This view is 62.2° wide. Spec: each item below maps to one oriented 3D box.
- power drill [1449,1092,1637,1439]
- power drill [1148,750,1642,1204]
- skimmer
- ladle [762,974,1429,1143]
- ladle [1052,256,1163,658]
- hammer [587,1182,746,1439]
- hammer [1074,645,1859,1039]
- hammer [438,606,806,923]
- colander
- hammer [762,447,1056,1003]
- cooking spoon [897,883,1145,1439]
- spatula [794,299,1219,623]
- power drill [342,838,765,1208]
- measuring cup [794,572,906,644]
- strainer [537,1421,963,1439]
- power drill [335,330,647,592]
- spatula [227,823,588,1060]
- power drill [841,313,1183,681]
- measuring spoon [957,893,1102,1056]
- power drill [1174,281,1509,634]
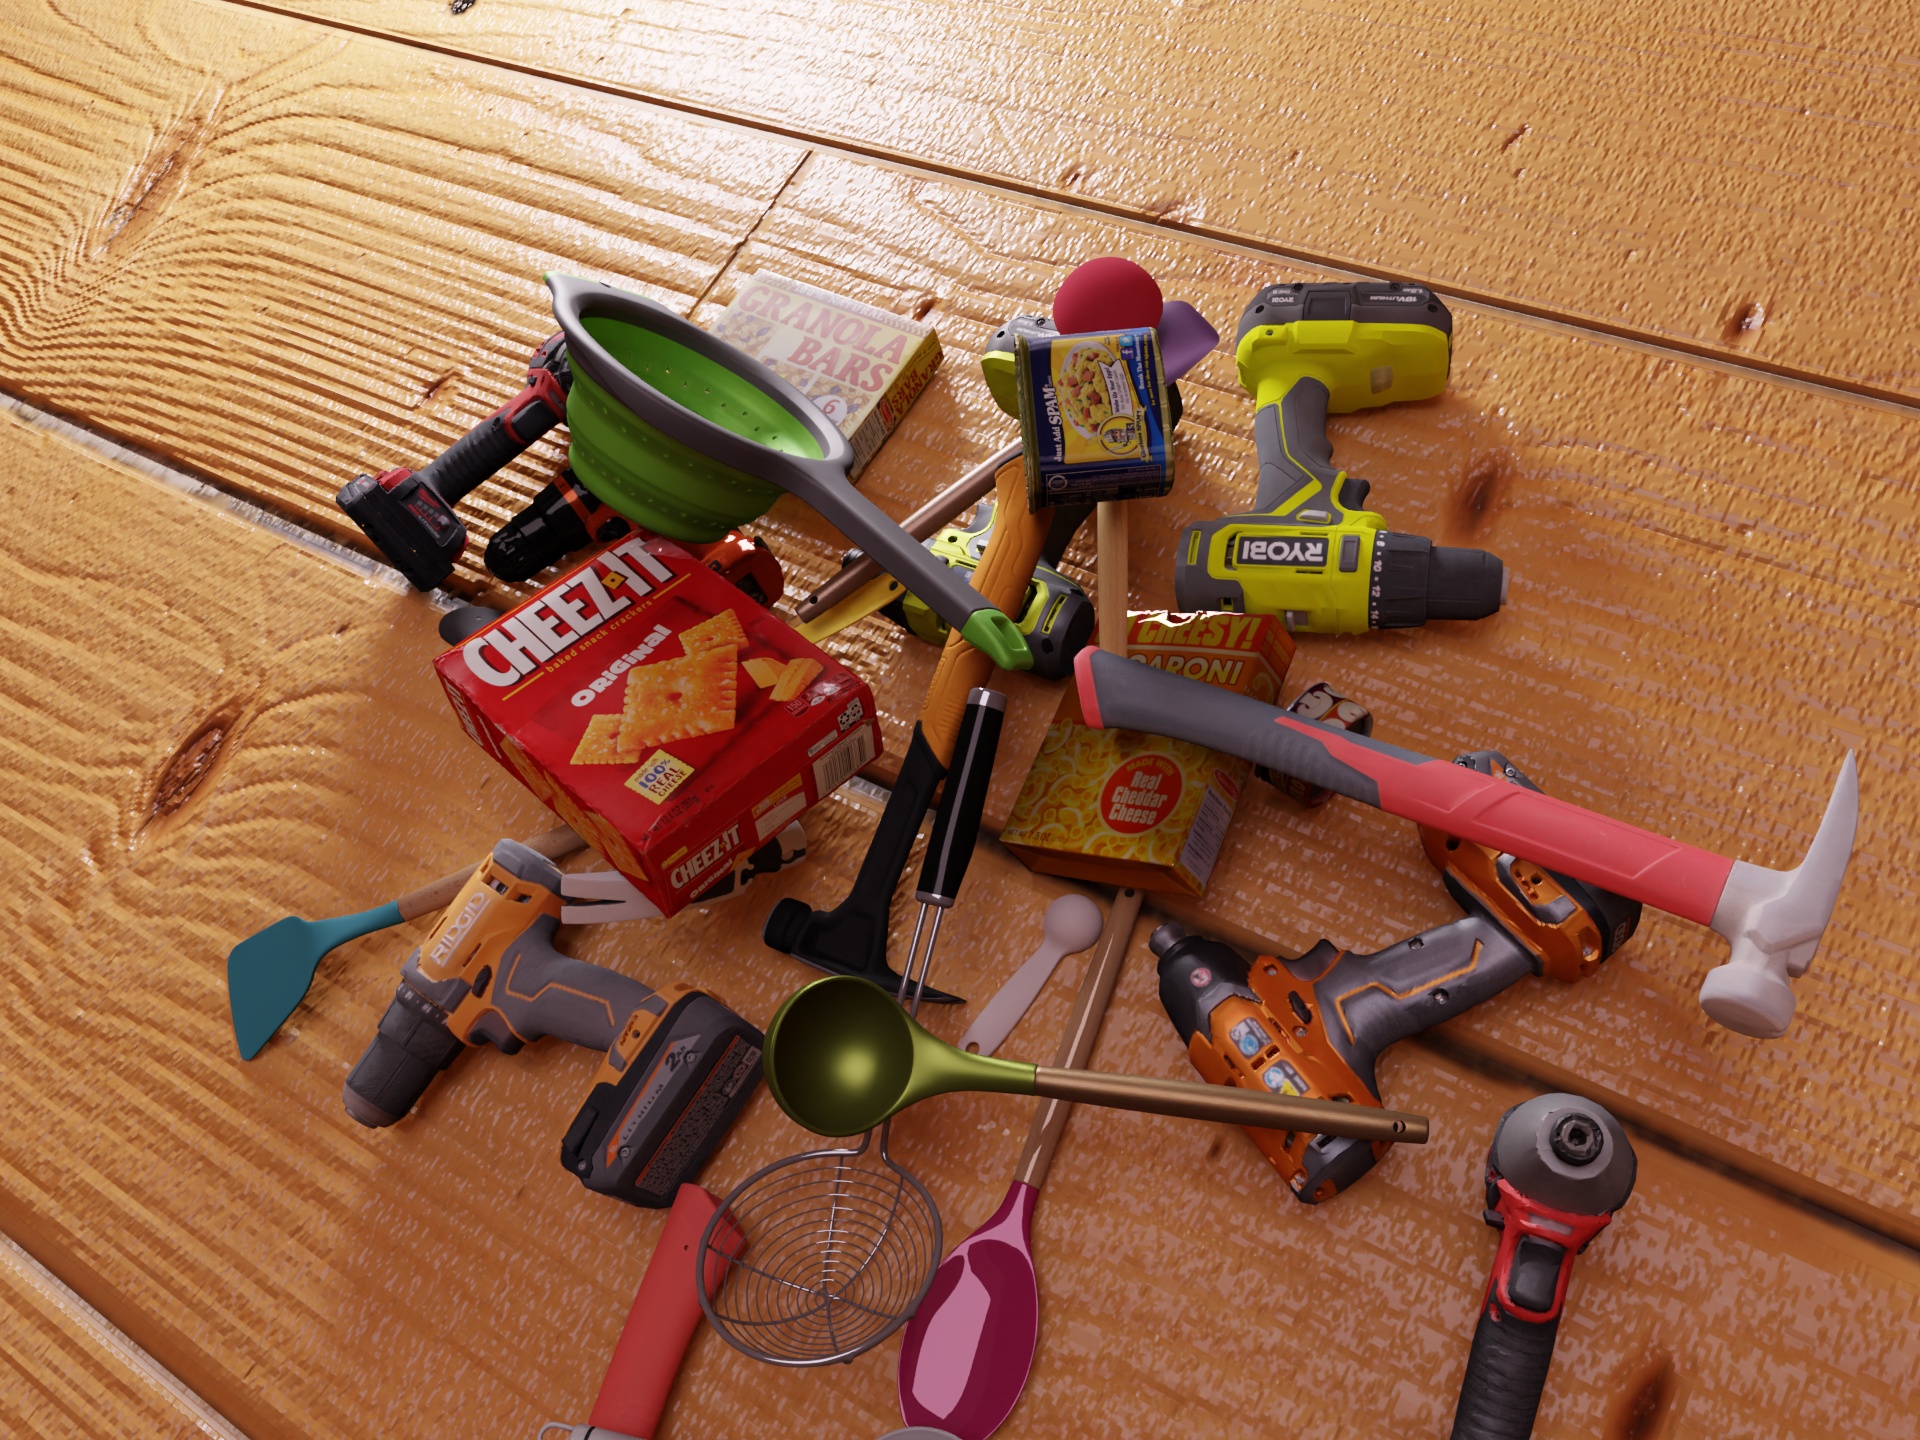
[{"bbox_3d":[0.245,0.274,0.700,0.078,0.143,0.220,15,68,19],"label":"power drill"},{"bbox_3d":[0.217,0.119,0.832,0.226,0.084,0.164,-38,57,-3],"label":"power drill"},{"bbox_3d":[-0.039,0.149,0.841,0.127,0.090,0.363,10,79,23],"label":"skimmer"},{"bbox_3d":[0.062,0.177,0.765,0.320,0.062,0.078,5,79,10],"label":"ladle"},{"bbox_3d":[0.090,-0.147,0.954,0.069,0.031,0.316,-2,72,9],"label":"ladle"},{"bbox_3d":[-0.201,0.413,0.805,0.149,0.036,0.359,10,65,20],"label":"hammer"},{"bbox_3d":[0.235,0.020,0.808,0.386,0.038,0.143,21,67,28],"label":"hammer"},{"bbox_3d":[-0.250,0.015,1.012,0.146,0.035,0.335,-18,42,-36],"label":"hammer"},{"bbox_3d":[-0.120,-0.125,0.959,0.397,0.204,0.094,42,112,23],"label":"colander"},{"bbox_3d":[-0.001,-0.003,0.940,0.127,0.034,0.337,18,82,24],"label":"hammer"},{"bbox_3d":[0.045,0.225,0.854,0.069,0.017,0.319,14,66,21],"label":"cooking spoon"},{"bbox_3d":[0.024,-0.161,0.995,0.316,0.018,0.060,-38,67,-2],"label":"spatula"},{"bbox_3d":[-0.243,0.192,0.917,0.226,0.084,0.185,28,76,30],"label":"power drill"},{"bbox_3d":[-0.090,-0.051,1.018,0.156,0.029,0.062,-29,58,17],"label":"measuring cup"},{"bbox_3d":[-0.085,0.375,0.773,0.258,0.050,0.087,9,68,10],"label":"strainer"},{"bbox_3d":[-0.320,-0.194,1.119,0.227,0.080,0.188,-43,26,-11],"label":"power drill"},{"bbox_3d":[-0.329,0.114,1.019,0.317,0.044,0.082,-23,58,-4],"label":"spatula"},{"bbox_3d":[0.035,-0.148,1.036,0.171,0.080,0.223,20,71,23],"label":"power drill"},{"bbox_3d":[0.035,0.148,0.900,0.034,0.018,0.124,32,74,28],"label":"measuring spoon"},{"bbox_3d":[0.243,-0.157,0.984,0.190,0.080,0.229,4,65,18],"label":"power drill"}]
